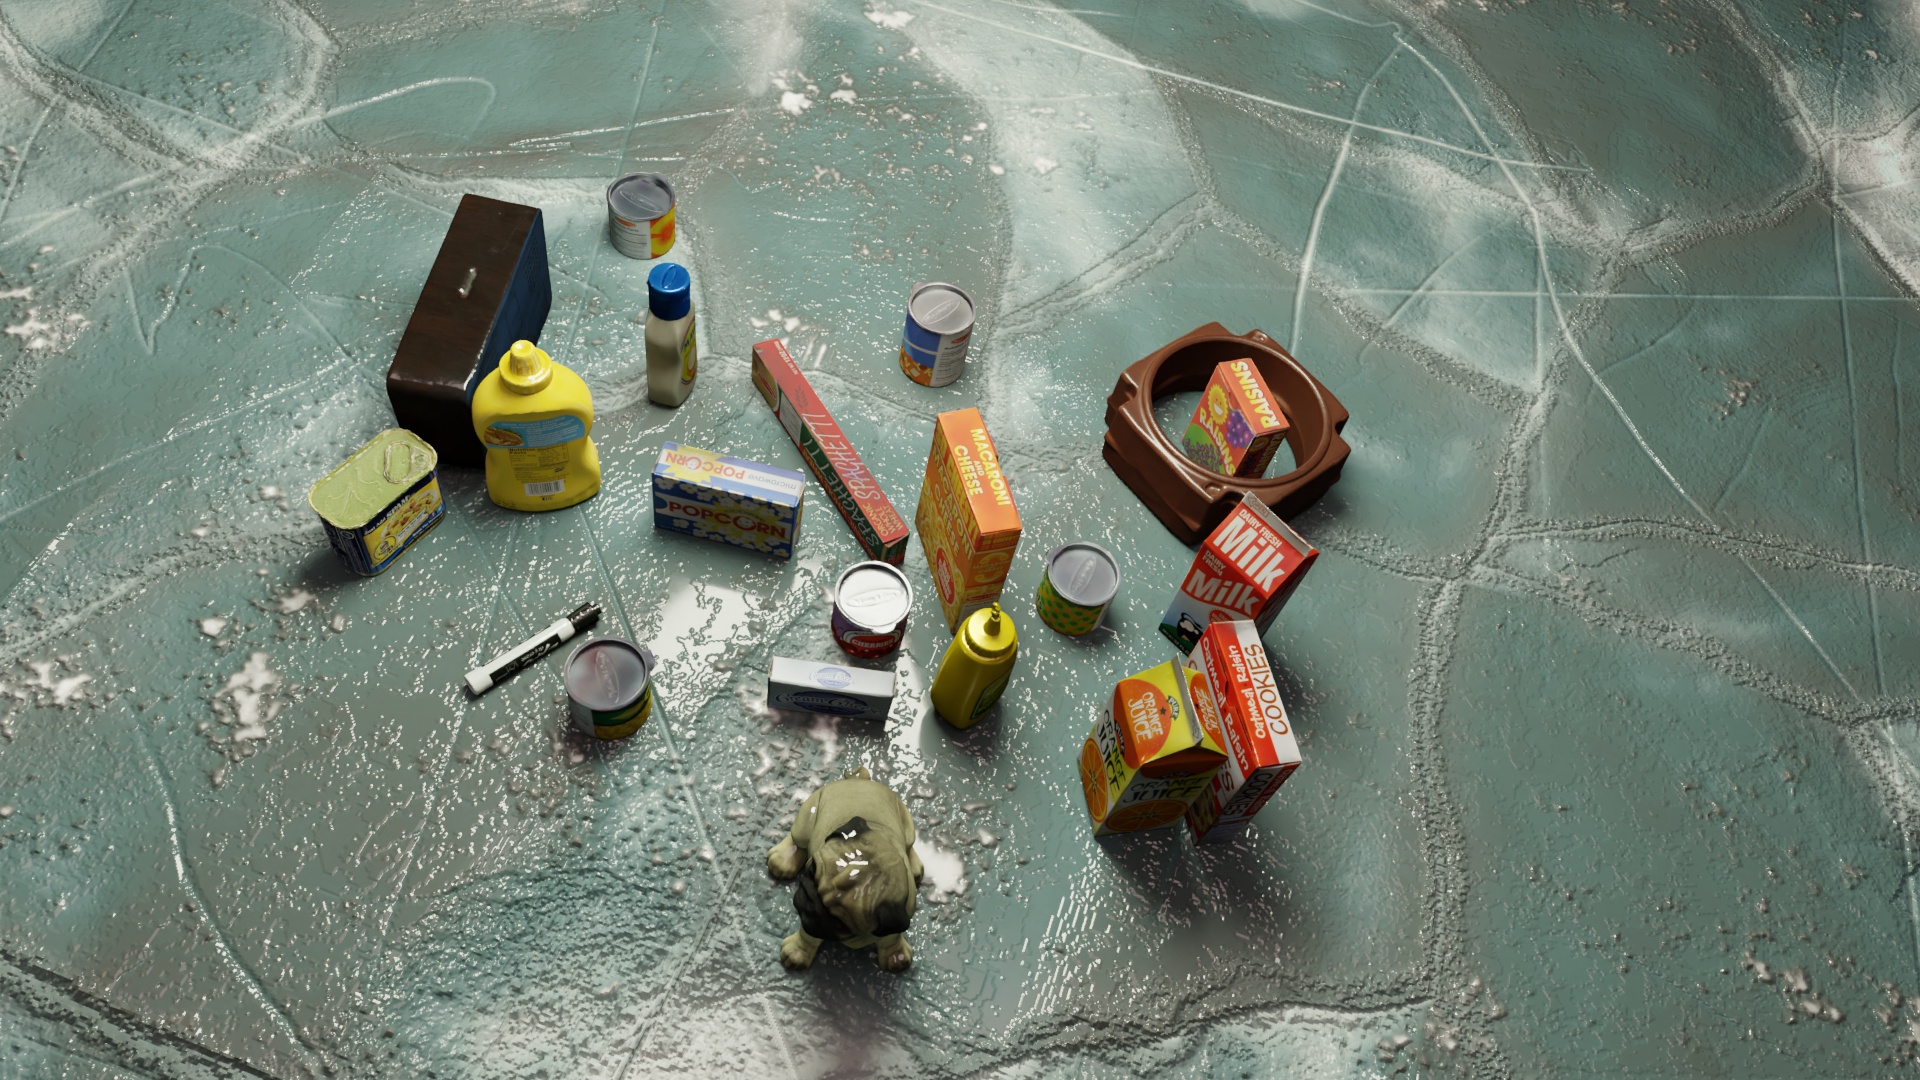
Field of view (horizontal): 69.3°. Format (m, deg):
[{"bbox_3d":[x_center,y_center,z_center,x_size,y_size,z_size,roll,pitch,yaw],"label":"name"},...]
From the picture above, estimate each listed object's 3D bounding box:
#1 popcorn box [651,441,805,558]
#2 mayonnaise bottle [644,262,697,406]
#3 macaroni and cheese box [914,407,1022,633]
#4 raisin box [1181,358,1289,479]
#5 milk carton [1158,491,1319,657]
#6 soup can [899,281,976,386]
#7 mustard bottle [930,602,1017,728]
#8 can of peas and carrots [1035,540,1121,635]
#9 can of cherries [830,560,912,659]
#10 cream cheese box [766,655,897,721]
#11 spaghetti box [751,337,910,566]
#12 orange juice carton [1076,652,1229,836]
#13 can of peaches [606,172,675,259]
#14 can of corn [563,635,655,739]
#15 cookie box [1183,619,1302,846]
[{"bbox_3d":[-0.201,-0.034,1.211,0.127,0.084,0.038,13,57,-2],"label":"popcorn box"},{"bbox_3d":[-0.263,-0.188,1.261,0.041,0.147,0.065,16,57,0],"label":"mayonnaise bottle"},{"bbox_3d":[0.004,-0.015,1.188,0.040,0.165,0.124,-10,60,-16],"label":"macaroni and cheese box"},{"bbox_3d":[0.258,-0.101,1.315,0.040,0.122,0.086,-12,61,-17],"label":"raisin box"},{"bbox_3d":[0.241,0.034,1.185,0.074,0.189,0.072,-36,70,-27],"label":"milk carton"},{"bbox_3d":[-0.025,-0.202,1.352,0.071,0.083,0.071,5,57,-7],"label":"soup can"},{"bbox_3d":[0.016,0.096,1.122,0.049,0.159,0.065,41,60,16],"label":"mustard bottle"},{"bbox_3d":[0.102,0.042,1.234,0.071,0.058,0.071,5,57,-7],"label":"can of peas and carrots"},{"bbox_3d":[-0.077,0.062,1.188,0.071,0.058,0.072,5,57,-7],"label":"can of cherries"},{"bbox_3d":[-0.107,0.124,1.146,0.104,0.053,0.024,8,57,-5],"label":"cream cheese box"},{"bbox_3d":[-0.122,-0.081,1.276,0.029,0.050,0.251,-25,65,-23],"label":"spaghetti box"},{"bbox_3d":[0.152,0.162,1.086,0.073,0.191,0.072,-4,59,-12],"label":"orange juice carton"},{"bbox_3d":[-0.318,-0.326,1.393,0.071,0.057,0.071,5,57,-7],"label":"can of peaches"},{"bbox_3d":[-0.279,0.118,1.115,0.071,0.058,0.071,5,57,-7],"label":"can of corn"},{"bbox_3d":[0.209,0.157,1.115,0.040,0.166,0.123,-6,59,-14],"label":"cookie box"}]
